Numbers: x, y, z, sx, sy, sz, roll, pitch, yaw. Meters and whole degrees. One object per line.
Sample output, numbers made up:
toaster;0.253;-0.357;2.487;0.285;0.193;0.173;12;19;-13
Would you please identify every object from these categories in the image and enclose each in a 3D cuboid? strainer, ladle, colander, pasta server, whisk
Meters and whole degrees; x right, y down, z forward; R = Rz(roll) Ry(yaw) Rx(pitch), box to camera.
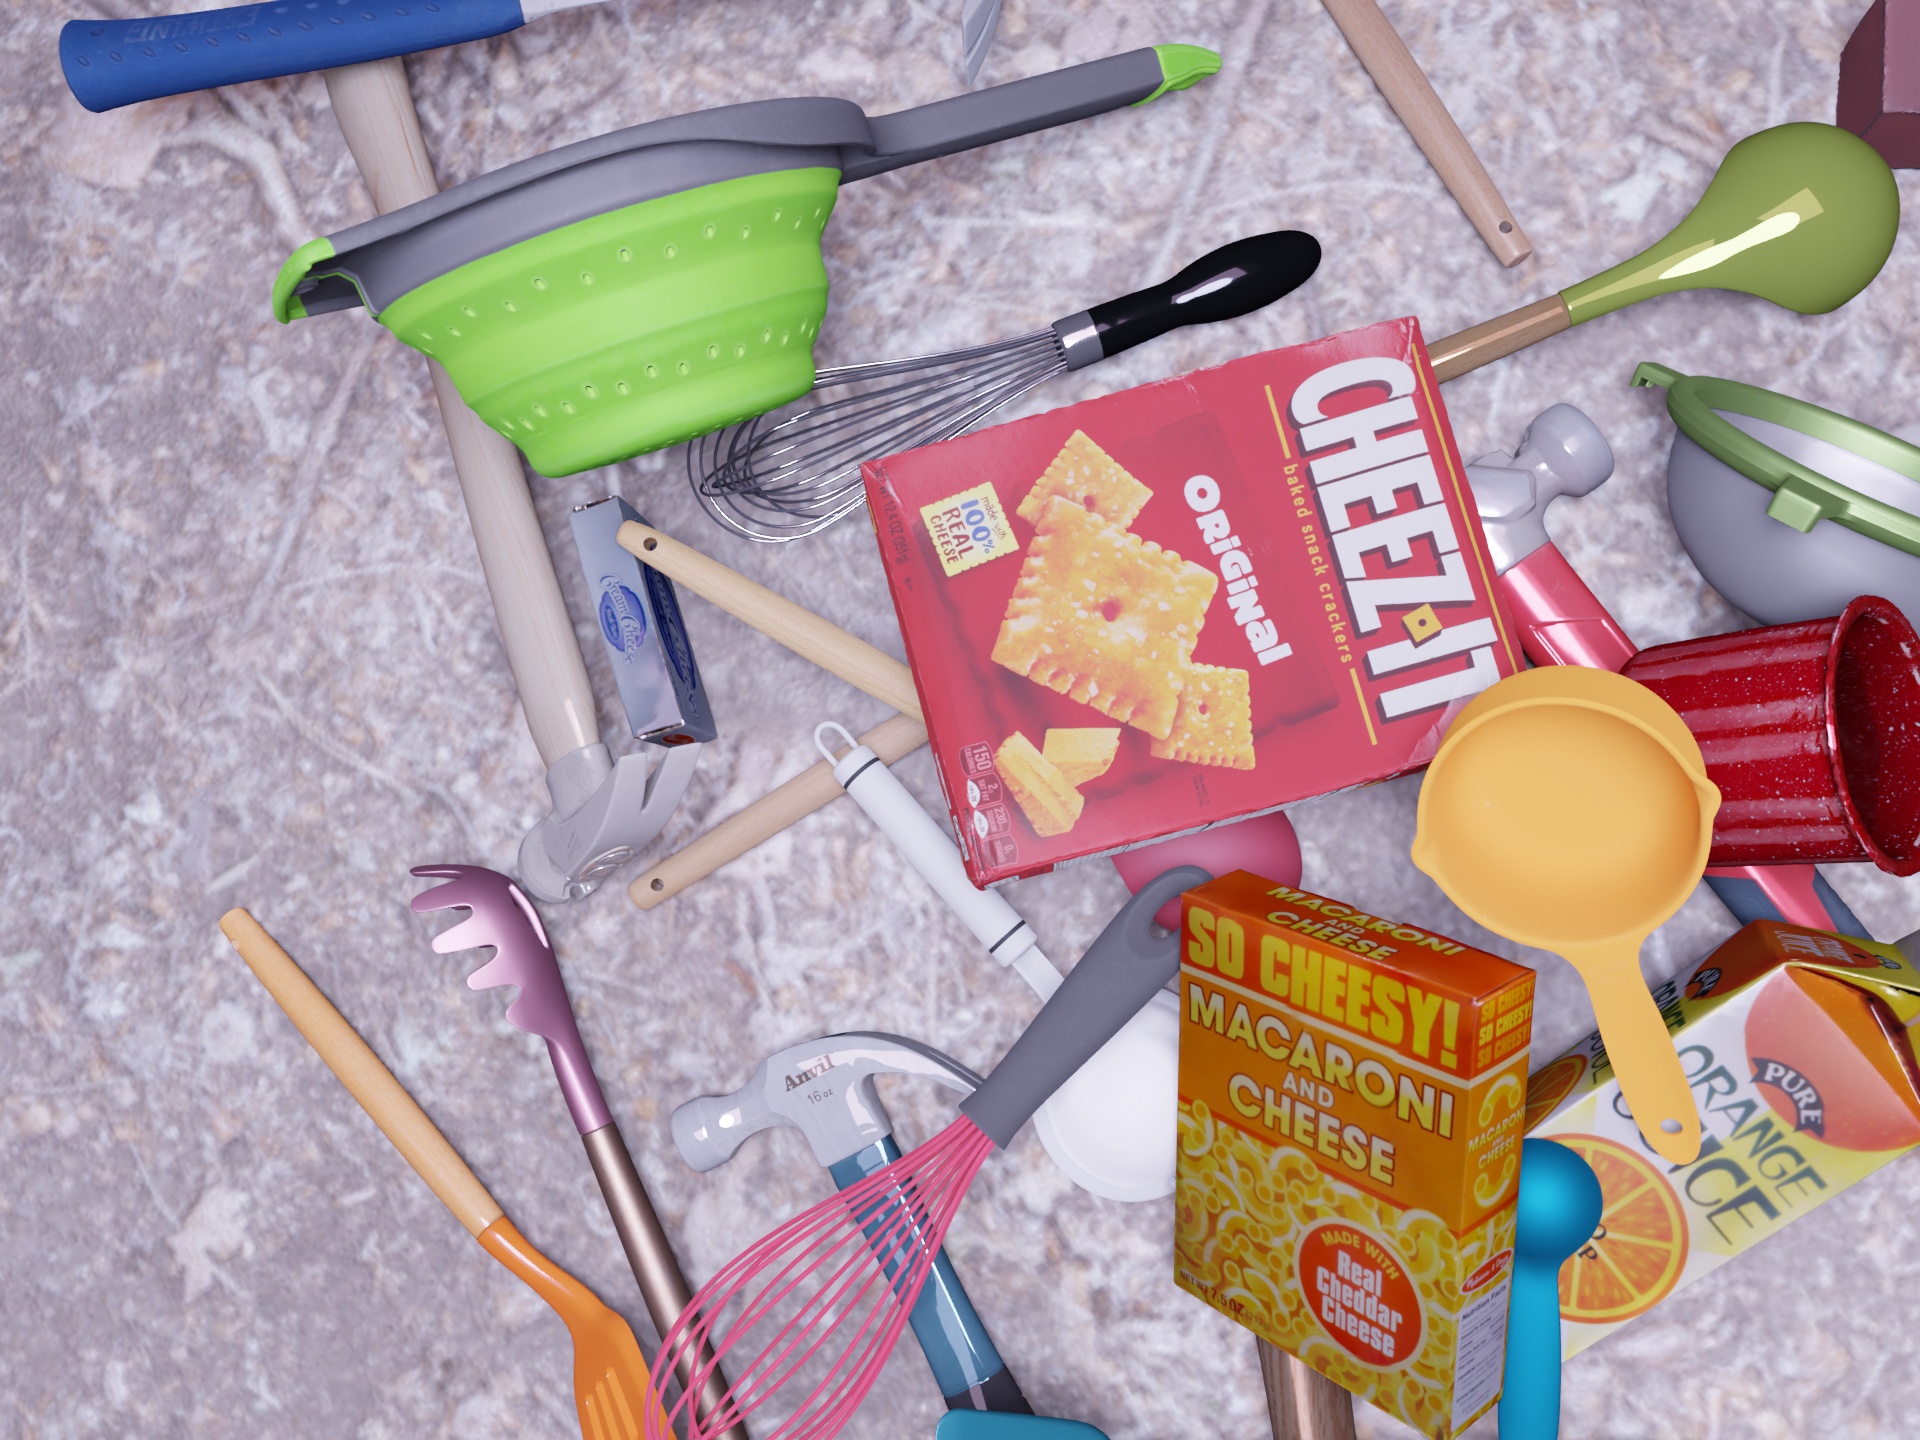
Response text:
strainer;0.373;-0.053;0.602;0.256;0.152;0.069;17;119;-8
ladle;-0.001;-0.002;0.646;0.315;0.031;0.069;29;85;2
colander;-0.050;-0.178;0.617;0.397;0.204;0.094;-24;103;-23
strainer;0.026;0.097;0.641;0.087;0.050;0.258;-39;81;-20
pasta server;-0.148;0.199;0.663;0.040;0.060;0.316;-24;85;-4
ladle;0.221;-0.156;0.657;0.320;0.062;0.078;-21;86;12
whisk;-0.006;0.164;0.587;0.073;0.073;0.296;42;82;10
whisk;0.019;-0.150;0.672;0.284;0.070;0.070;-22;81;0

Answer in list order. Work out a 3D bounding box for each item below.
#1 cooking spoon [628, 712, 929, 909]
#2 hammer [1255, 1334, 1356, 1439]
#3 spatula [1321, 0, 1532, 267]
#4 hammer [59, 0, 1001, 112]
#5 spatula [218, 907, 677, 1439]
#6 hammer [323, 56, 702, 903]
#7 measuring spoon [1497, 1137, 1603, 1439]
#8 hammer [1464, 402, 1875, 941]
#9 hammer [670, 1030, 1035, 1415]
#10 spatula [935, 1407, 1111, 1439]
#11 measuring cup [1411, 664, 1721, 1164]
cooking spoon;-0.006;-0.006;0.676;0.319;0.017;0.068;-32;96;4
hammer;0.147;0.388;0.595;0.130;0.031;0.331;-5;79;-10
spatula;0.156;-0.326;0.690;0.060;0.018;0.316;-30;79;5
hammer;-0.178;-0.310;0.684;0.405;0.035;0.144;-10;67;-1
spatula;-0.220;0.200;0.671;0.323;0.041;0.081;44;126;13
hammer;-0.204;-0.134;0.675;0.038;0.146;0.411;-11;74;-33
measuring spoon;0.198;0.210;0.551;0.042;0.021;0.128;2;95;21
hammer;0.296;0.067;0.616;0.143;0.038;0.386;-36;80;4
hammer;0.011;0.277;0.635;0.128;0.033;0.331;-29;81;5
spatula;0.147;0.283;0.577;0.317;0.044;0.082;-1;72;-6
measuring cup;0.216;0.063;0.532;0.095;0.052;0.173;-17;104;29
